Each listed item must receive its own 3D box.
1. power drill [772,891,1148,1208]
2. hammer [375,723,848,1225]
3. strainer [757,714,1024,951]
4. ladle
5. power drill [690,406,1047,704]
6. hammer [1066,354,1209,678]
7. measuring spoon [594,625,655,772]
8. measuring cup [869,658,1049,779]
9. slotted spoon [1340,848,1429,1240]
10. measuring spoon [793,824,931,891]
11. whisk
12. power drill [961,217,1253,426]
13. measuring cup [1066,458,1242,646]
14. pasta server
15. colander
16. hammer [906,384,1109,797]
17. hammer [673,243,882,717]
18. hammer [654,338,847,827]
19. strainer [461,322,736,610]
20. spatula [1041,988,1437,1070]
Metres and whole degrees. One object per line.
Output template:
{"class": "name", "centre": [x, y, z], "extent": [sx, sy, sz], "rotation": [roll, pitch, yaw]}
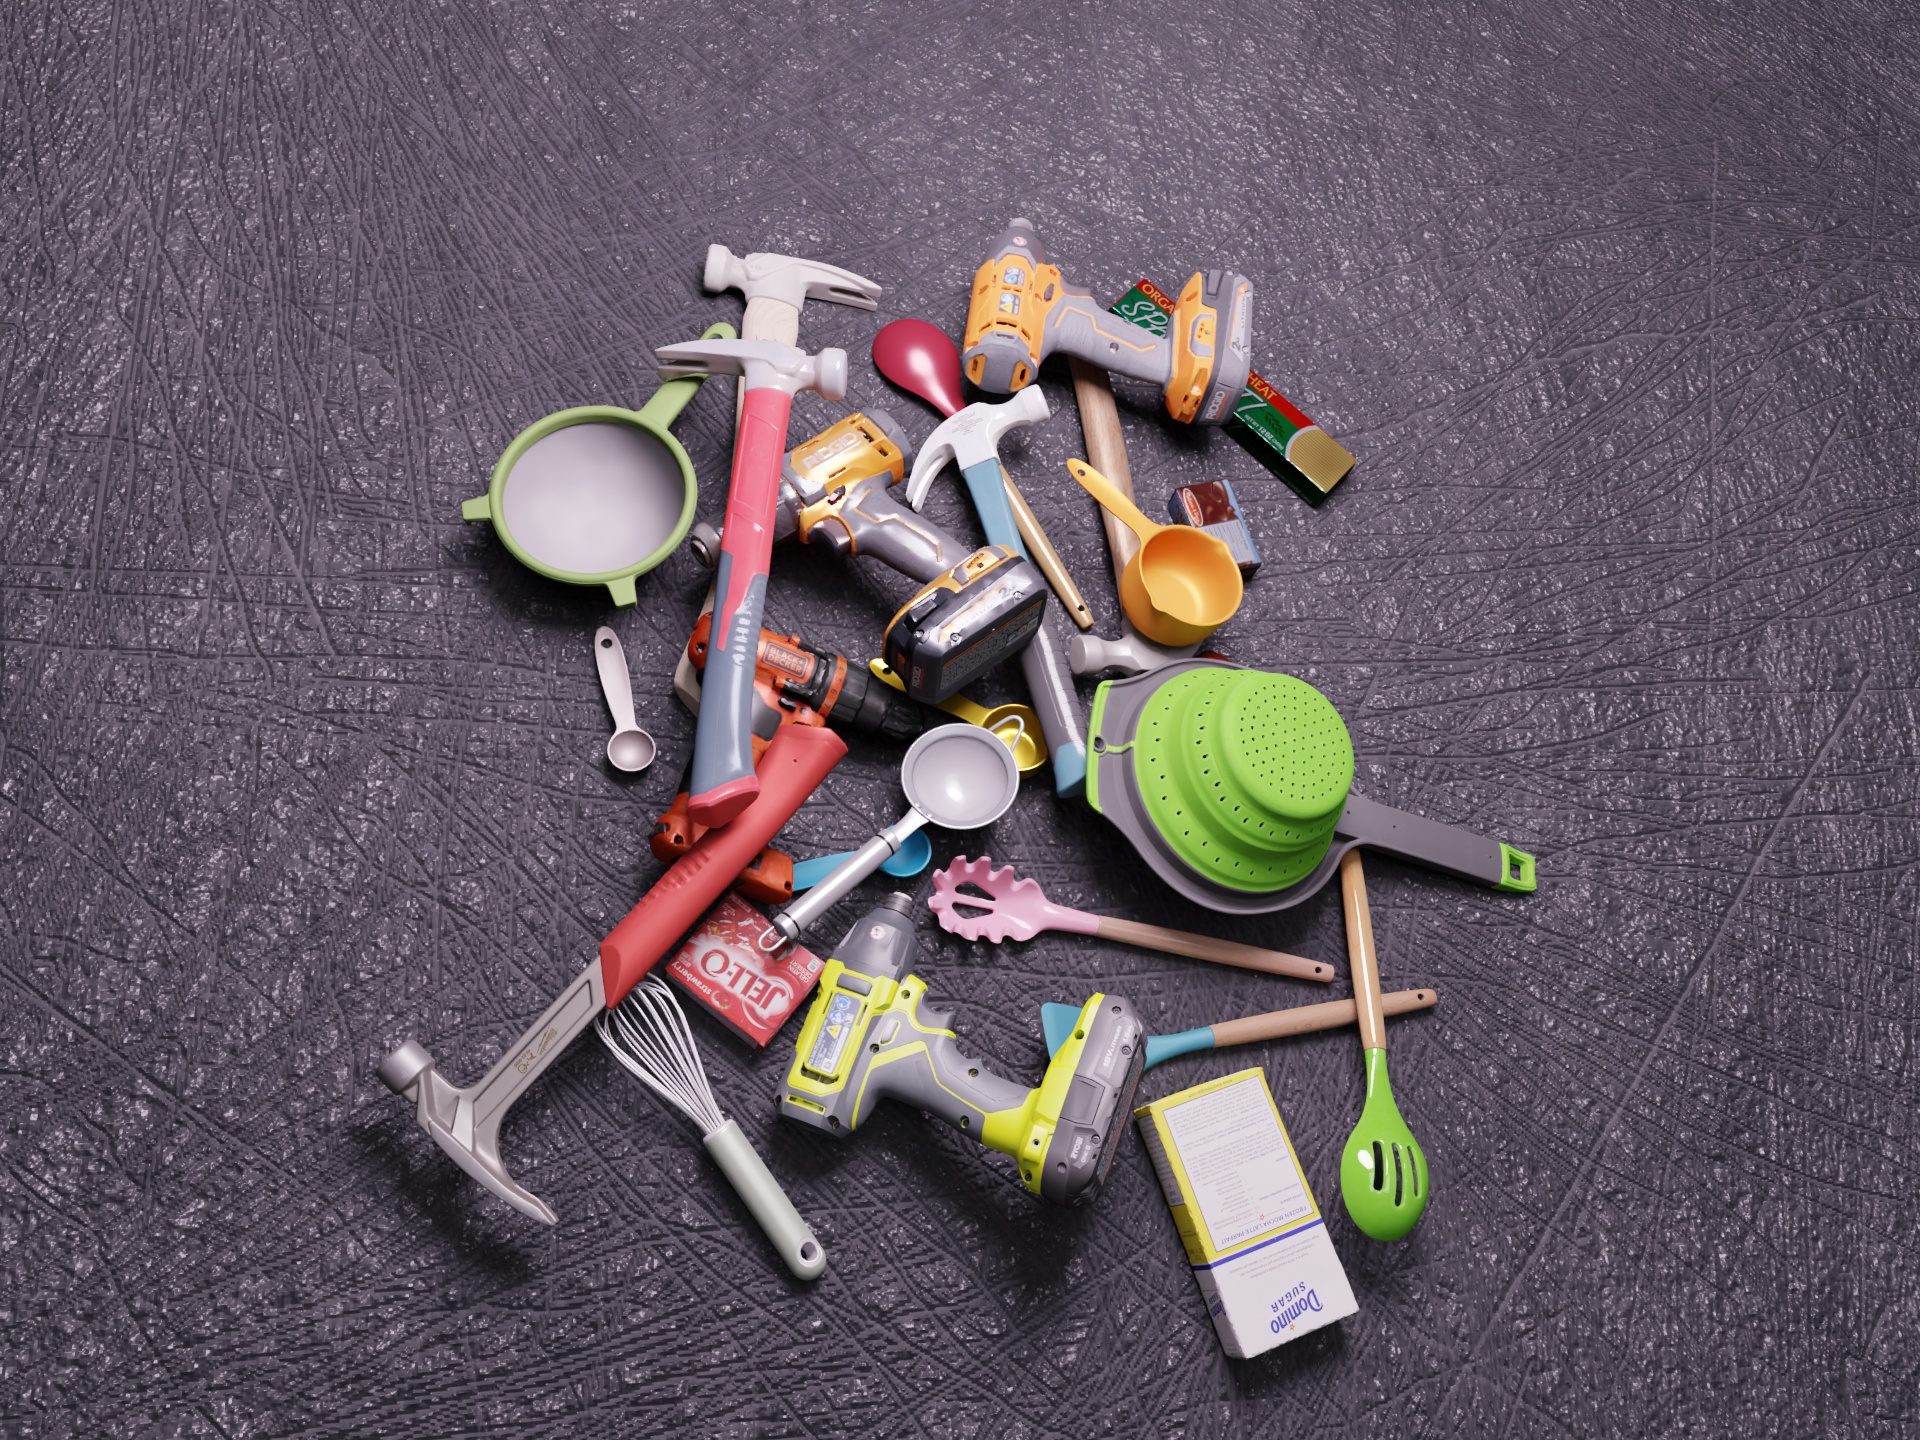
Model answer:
{"class": "power drill", "centre": [0.005, 0.219, 1.068], "extent": [0.223, 0.080, 0.171], "rotation": [16, 68, 17]}
{"class": "hammer", "centre": [-0.198, 0.146, 1.035], "extent": [0.149, 0.036, 0.359], "rotation": [42, 78, 2]}
{"class": "strainer", "centre": [-0.047, 0.082, 1.132], "extent": [0.087, 0.050, 0.258], "rotation": [41, 60, 19]}
{"class": "ladle", "centre": [0.023, -0.207, 1.301], "extent": [0.069, 0.031, 0.315], "rotation": [-27, 78, -18]}
{"class": "power drill", "centre": [-0.070, -0.116, 1.169], "extent": [0.185, 0.084, 0.226], "rotation": [-34, 67, -23]}
{"class": "hammer", "centre": [0.129, -0.185, 1.304], "extent": [0.130, 0.031, 0.332], "rotation": [1, 66, -21]}
{"class": "measuring spoon", "centre": [-0.252, -0.014, 1.175], "extent": [0.034, 0.018, 0.124], "rotation": [-11, 64, -16]}
{"class": "measuring cup", "centre": [-0.002, -0.004, 1.217], "extent": [0.156, 0.029, 0.062], "rotation": [28, 61, 11]}
{"class": "slotted spoon", "centre": [0.298, 0.216, 1.160], "extent": [0.070, 0.031, 0.314], "rotation": [12, 56, -16]}
{"class": "measuring spoon", "centre": [-0.084, 0.109, 1.159], "extent": [0.128, 0.021, 0.042], "rotation": [-14, 62, -7]}
{"class": "whisk", "centre": [-0.167, 0.268, 1.061], "extent": [0.058, 0.059, 0.246], "rotation": [-31, 82, -39]}
{"class": "power drill", "centre": [0.121, -0.334, 1.309], "extent": [0.226, 0.084, 0.164], "rotation": [9, 63, -4]}
{"class": "measuring cup", "centre": [0.138, -0.130, 1.232], "extent": [0.173, 0.052, 0.095], "rotation": [45, 58, 6]}
{"class": "pasta server", "centre": [0.128, 0.156, 1.170], "extent": [0.316, 0.040, 0.060], "rotation": [13, 79, -8]}
{"class": "colander", "centre": [0.288, 0.055, 1.174], "extent": [0.397, 0.094, 0.205], "rotation": [17, 61, -18]}
{"class": "hammer", "centre": [0.048, -0.098, 1.221], "extent": [0.128, 0.033, 0.331], "rotation": [-20, 69, 9]}
{"class": "hammer", "centre": [-0.154, -0.191, 1.252], "extent": [0.146, 0.038, 0.411], "rotation": [9, 67, -10]}
{"class": "hammer", "centre": [-0.166, -0.108, 1.103], "extent": [0.143, 0.038, 0.387], "rotation": [3, 61, 1]}
{"class": "strainer", "centre": [-0.246, -0.197, 1.214], "extent": [0.151, 0.069, 0.256], "rotation": [29, 67, 8]}
{"class": "spatula", "centre": [0.210, 0.225, 1.156], "extent": [0.317, 0.044, 0.082], "rotation": [-7, 65, -15]}
